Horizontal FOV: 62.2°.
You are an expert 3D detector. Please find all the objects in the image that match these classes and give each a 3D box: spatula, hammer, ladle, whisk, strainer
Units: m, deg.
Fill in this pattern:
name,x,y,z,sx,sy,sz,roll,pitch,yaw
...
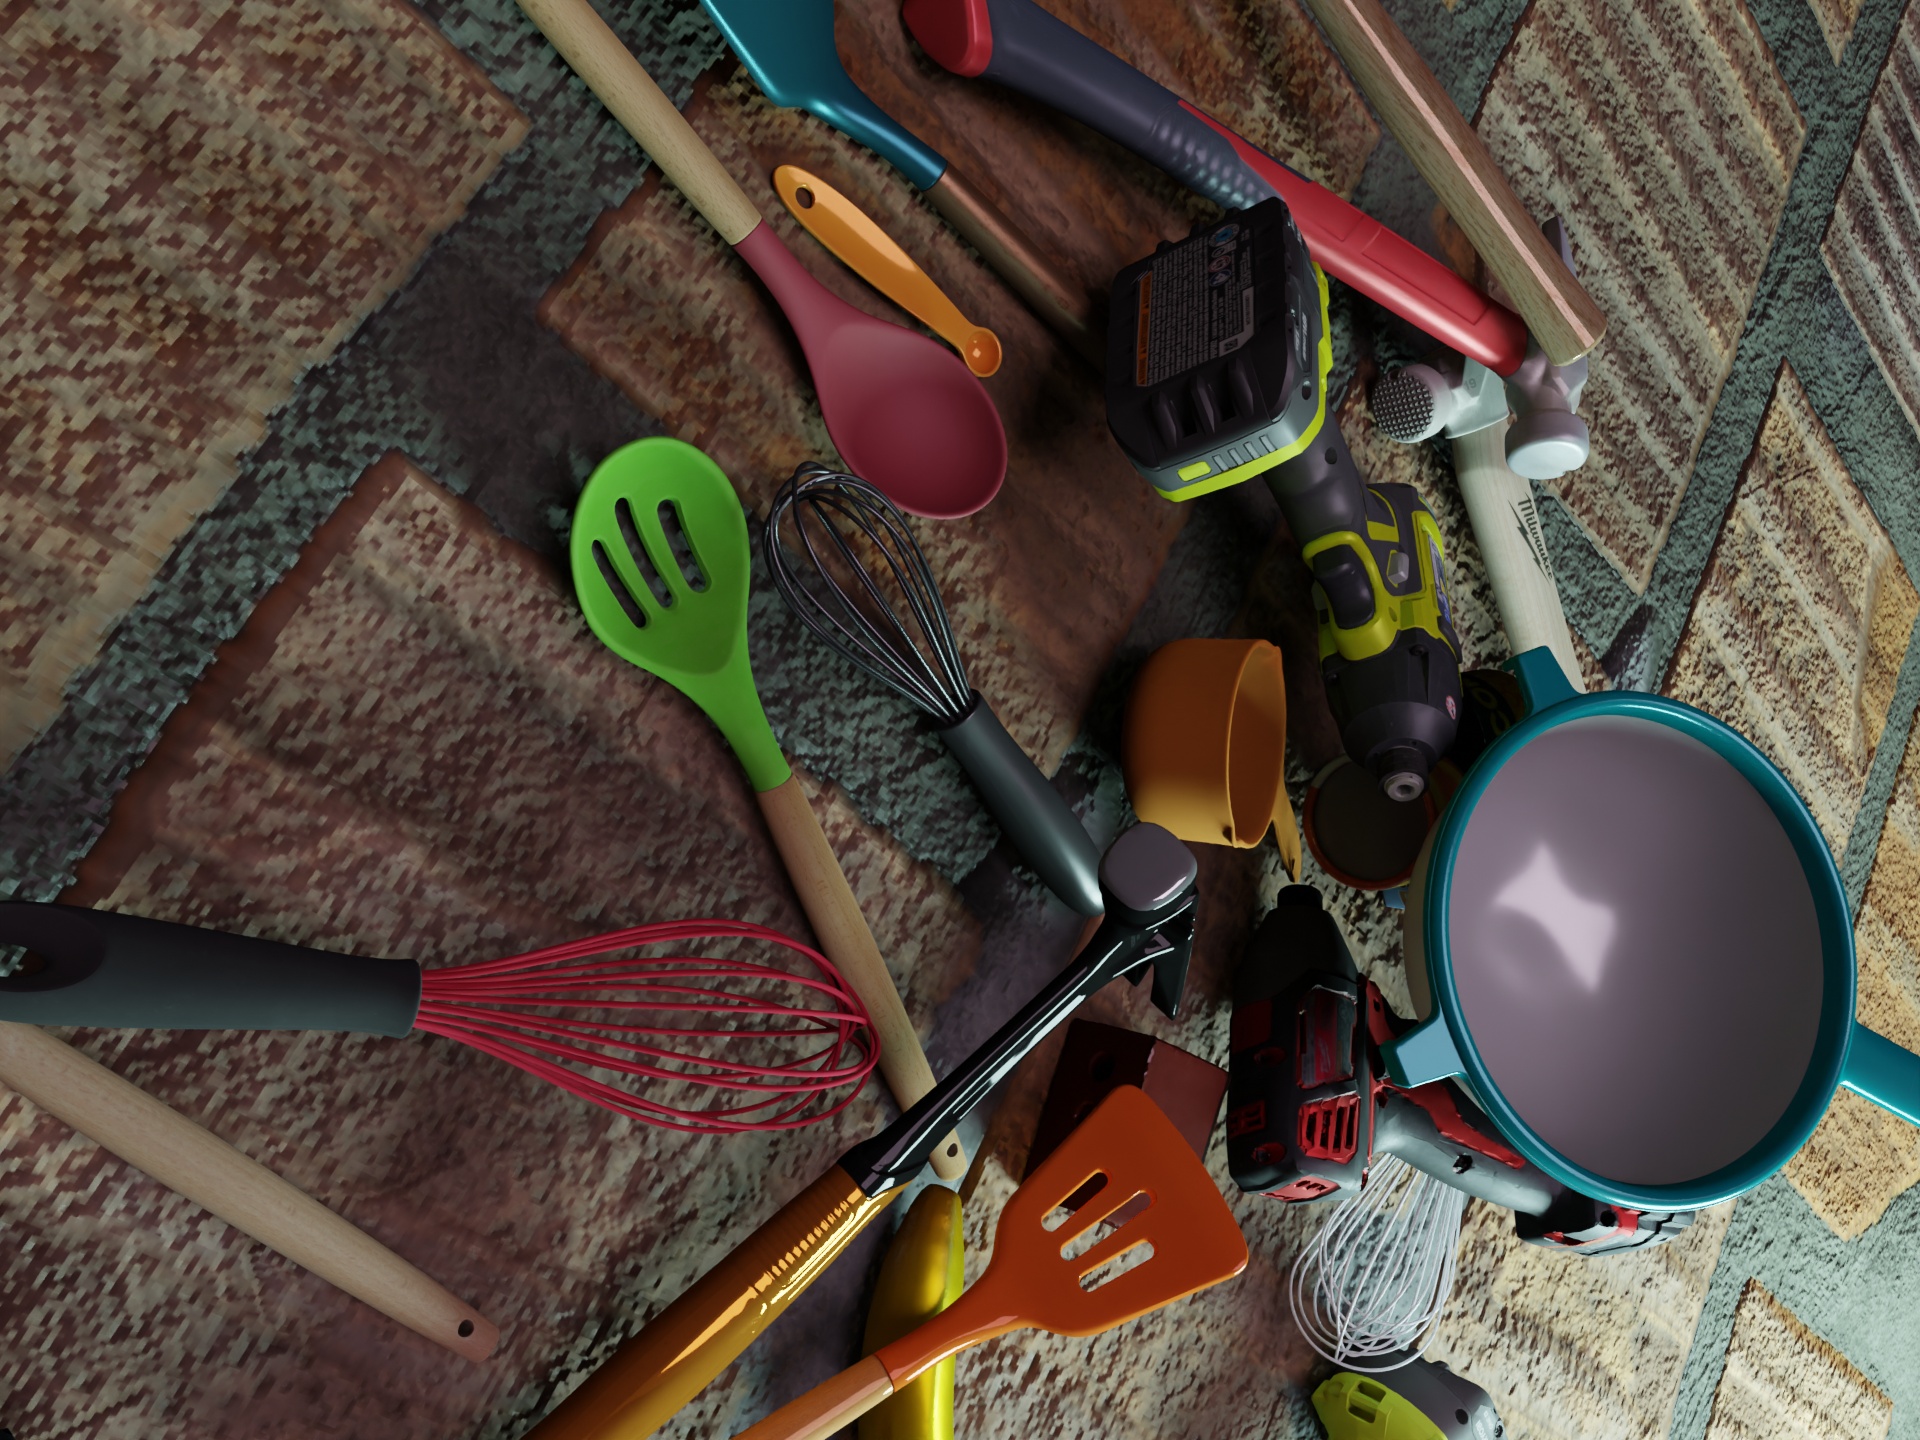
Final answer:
name,x,y,z,sx,sy,sz,roll,pitch,yaw
spatula,-0.047,0.238,0.554,0.322,0.041,0.081,-25,66,-23
spatula,-0.248,0.101,0.437,0.315,0.018,0.060,46,56,-28
hammer,0.145,-0.239,0.703,0.386,0.038,0.143,19,63,-30
ladle,-0.091,-0.188,0.548,0.315,0.031,0.069,47,62,-27
whisk,0.000,-0.002,0.612,0.055,0.055,0.238,-52,124,-24
whisk,-0.150,0.086,0.486,0.295,0.073,0.073,13,83,-35
whisk,0.248,0.201,0.810,0.285,0.070,0.070,-52,120,-31
hammer,0.328,-0.007,0.855,0.146,0.038,0.410,-27,103,-36
hammer,-0.044,0.171,0.552,0.337,0.034,0.127,-39,153,-17
spatula,0.014,-0.197,0.618,0.317,0.044,0.082,36,61,-34
hammer,0.185,-0.294,0.705,0.331,0.031,0.130,49,56,-13
strainer,0.325,0.126,0.701,0.340,0.095,0.211,27,73,-13

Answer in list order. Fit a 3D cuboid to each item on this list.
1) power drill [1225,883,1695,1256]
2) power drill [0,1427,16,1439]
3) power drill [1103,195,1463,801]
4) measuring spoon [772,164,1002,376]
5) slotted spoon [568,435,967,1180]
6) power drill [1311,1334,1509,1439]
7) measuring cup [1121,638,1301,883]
name,x,y,z,sx,sy,sz,roll,pitch,yaw
power drill,0.225,0.164,0.740,0.219,0.078,0.143,17,59,-17
power drill,-0.291,0.126,0.356,0.188,0.080,0.226,-28,105,-23
power drill,0.147,-0.085,0.660,0.223,0.080,0.171,49,34,-35
measuring spoon,-0.028,-0.171,0.610,0.116,0.011,0.021,36,71,-29
slotted spoon,-0.060,0.045,0.579,0.070,0.031,0.313,-36,114,-32
power drill,0.169,0.424,0.739,0.228,0.080,0.190,-36,112,-29
measuring cup,0.116,0.029,0.708,0.173,0.052,0.095,58,44,-53
